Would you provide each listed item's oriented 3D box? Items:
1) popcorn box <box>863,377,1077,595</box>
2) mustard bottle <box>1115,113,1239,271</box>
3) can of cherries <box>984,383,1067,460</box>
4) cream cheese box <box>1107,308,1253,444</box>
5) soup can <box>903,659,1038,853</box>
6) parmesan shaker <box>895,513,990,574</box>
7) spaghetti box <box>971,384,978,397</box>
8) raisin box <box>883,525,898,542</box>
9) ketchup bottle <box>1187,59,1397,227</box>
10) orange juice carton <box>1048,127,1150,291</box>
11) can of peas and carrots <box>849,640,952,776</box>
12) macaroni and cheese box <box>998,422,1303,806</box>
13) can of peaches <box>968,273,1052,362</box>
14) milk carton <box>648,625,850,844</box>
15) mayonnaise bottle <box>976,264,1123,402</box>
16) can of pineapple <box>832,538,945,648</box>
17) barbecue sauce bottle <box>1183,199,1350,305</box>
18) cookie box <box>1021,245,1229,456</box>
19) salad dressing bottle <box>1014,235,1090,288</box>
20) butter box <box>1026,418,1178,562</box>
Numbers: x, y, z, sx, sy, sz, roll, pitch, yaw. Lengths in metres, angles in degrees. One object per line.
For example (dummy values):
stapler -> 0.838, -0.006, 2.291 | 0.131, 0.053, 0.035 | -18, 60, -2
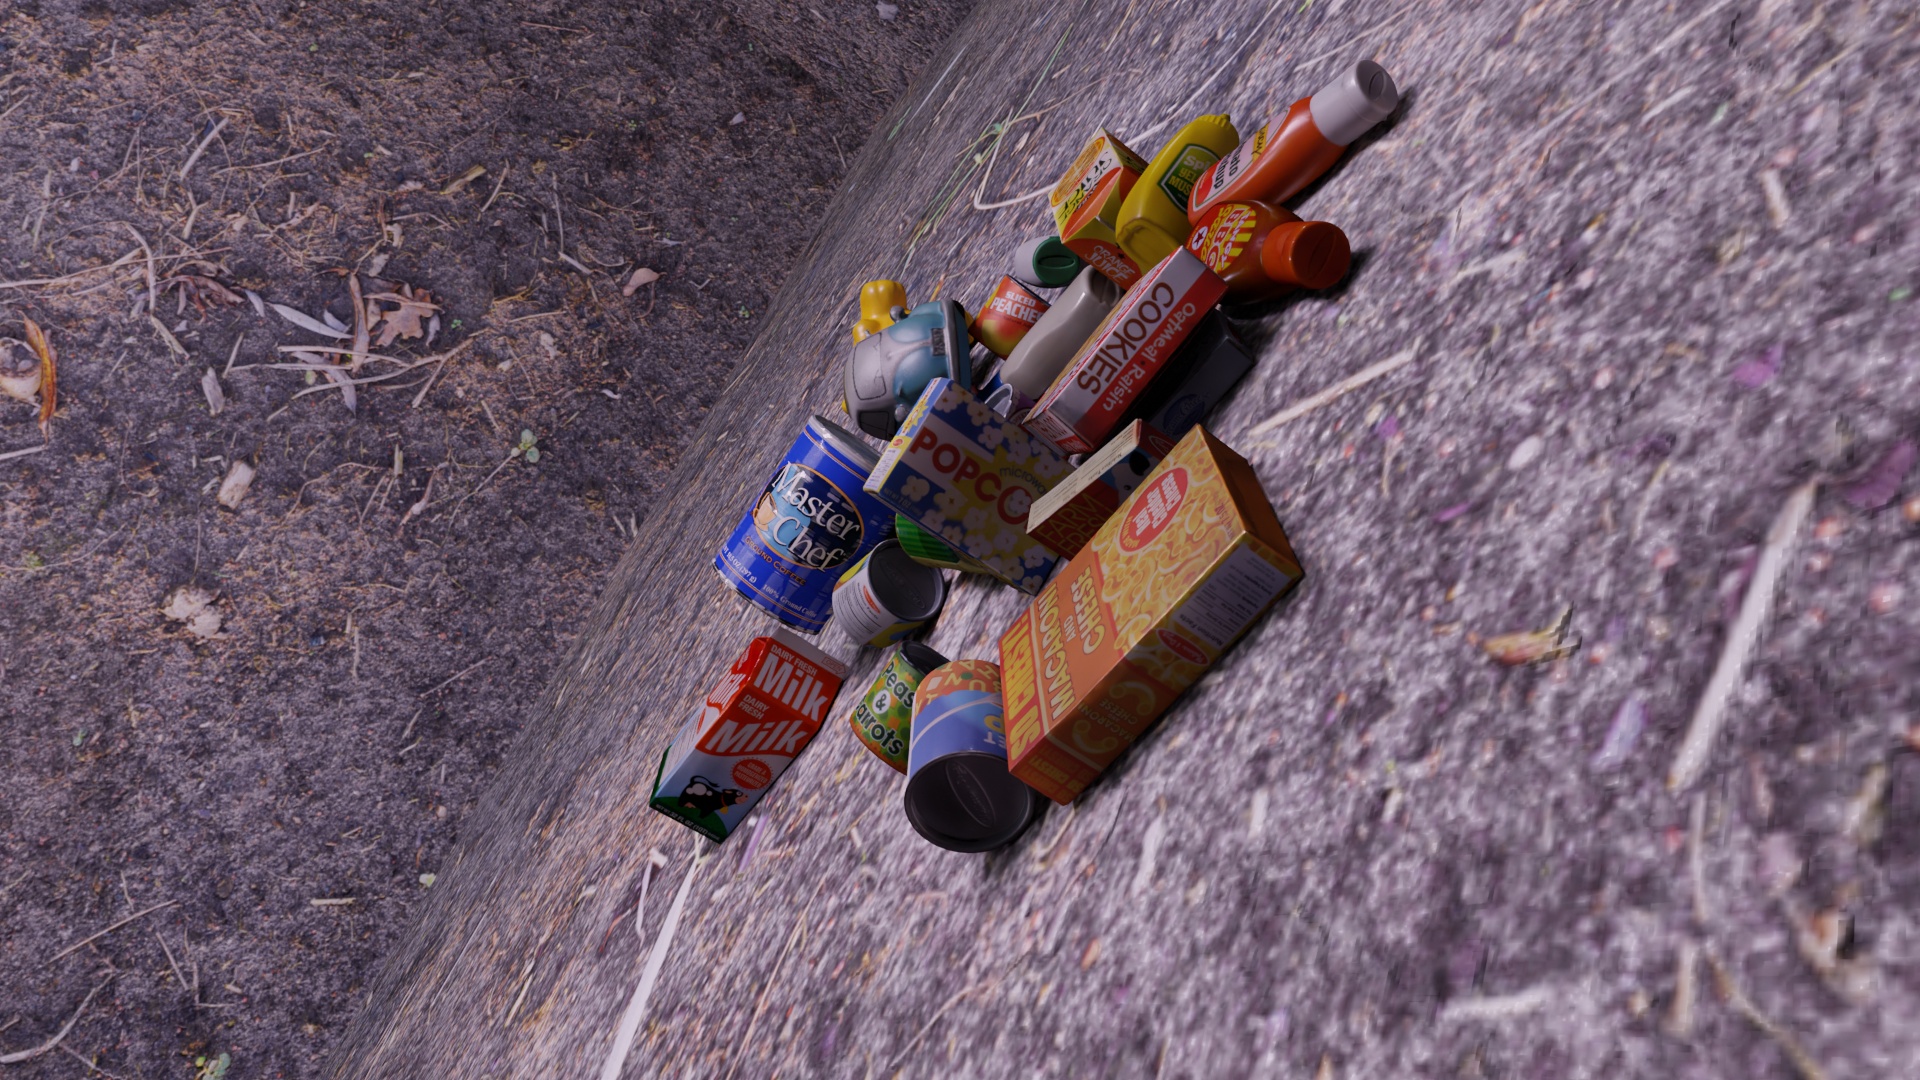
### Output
popcorn box -> 0.014, -0.034, 0.874 | 0.085, 0.126, 0.038 | -59, 20, -6
mustard bottle -> 0.163, -0.258, 0.985 | 0.048, 0.065, 0.161 | -37, 21, 57
can of cherries -> 0.039, -0.068, 0.984 | 0.071, 0.058, 0.072 | -49, 18, 22
cream cheese box -> 0.129, -0.086, 0.830 | 0.103, 0.024, 0.053 | -49, 17, 23
soup can -> 0.008, 0.111, 0.735 | 0.071, 0.071, 0.084 | -49, 18, 24
parmesan shaker -> 0.003, -0.012, 0.973 | 0.071, 0.071, 0.103 | -59, 18, -9
spaghetti box -> -0.068, -0.044, 1.284 | 0.249, 0.028, 0.050 | -51, 17, 16
raisin box -> -0.033, -0.010, 1.107 | 0.123, 0.040, 0.086 | -55, 18, 8
ketchup bottle -> 0.207, -0.244, 0.872 | 0.148, 0.043, 0.065 | -31, 28, 54
orange juice carton -> 0.122, -0.249, 1.063 | 0.072, 0.072, 0.193 | -50, 18, 21
can of peas and carrots -> -0.026, 0.102, 0.831 | 0.058, 0.071, 0.071 | -54, 17, 9
macaroni and cheese box -> 0.087, 0.036, 0.695 | 0.166, 0.040, 0.124 | -49, 19, 21
can of peaches -> 0.047, -0.177, 1.142 | 0.058, 0.071, 0.071 | -54, 17, 12
milk carton -> -0.171, 0.151, 1.136 | 0.190, 0.072, 0.074 | -50, 18, 22
mayonnaise bottle -> 0.067, -0.146, 1.083 | 0.147, 0.041, 0.065 | -47, 15, 34
can of pineapple -> -0.052, 0.039, 1.028 | 0.057, 0.071, 0.071 | -37, 25, 47
barbecue sauce bottle -> 0.177, -0.168, 0.813 | 0.065, 0.043, 0.149 | -64, 17, 6
cookie box -> 0.097, -0.111, 0.863 | 0.123, 0.040, 0.167 | -51, 3, 0
salad dressing bottle -> 0.076, -0.227, 1.134 | 0.148, 0.064, 0.044 | -77, -13, -79
butter box -> 0.087, -0.023, 0.780 | 0.103, 0.053, 0.024 | -40, 26, 44
